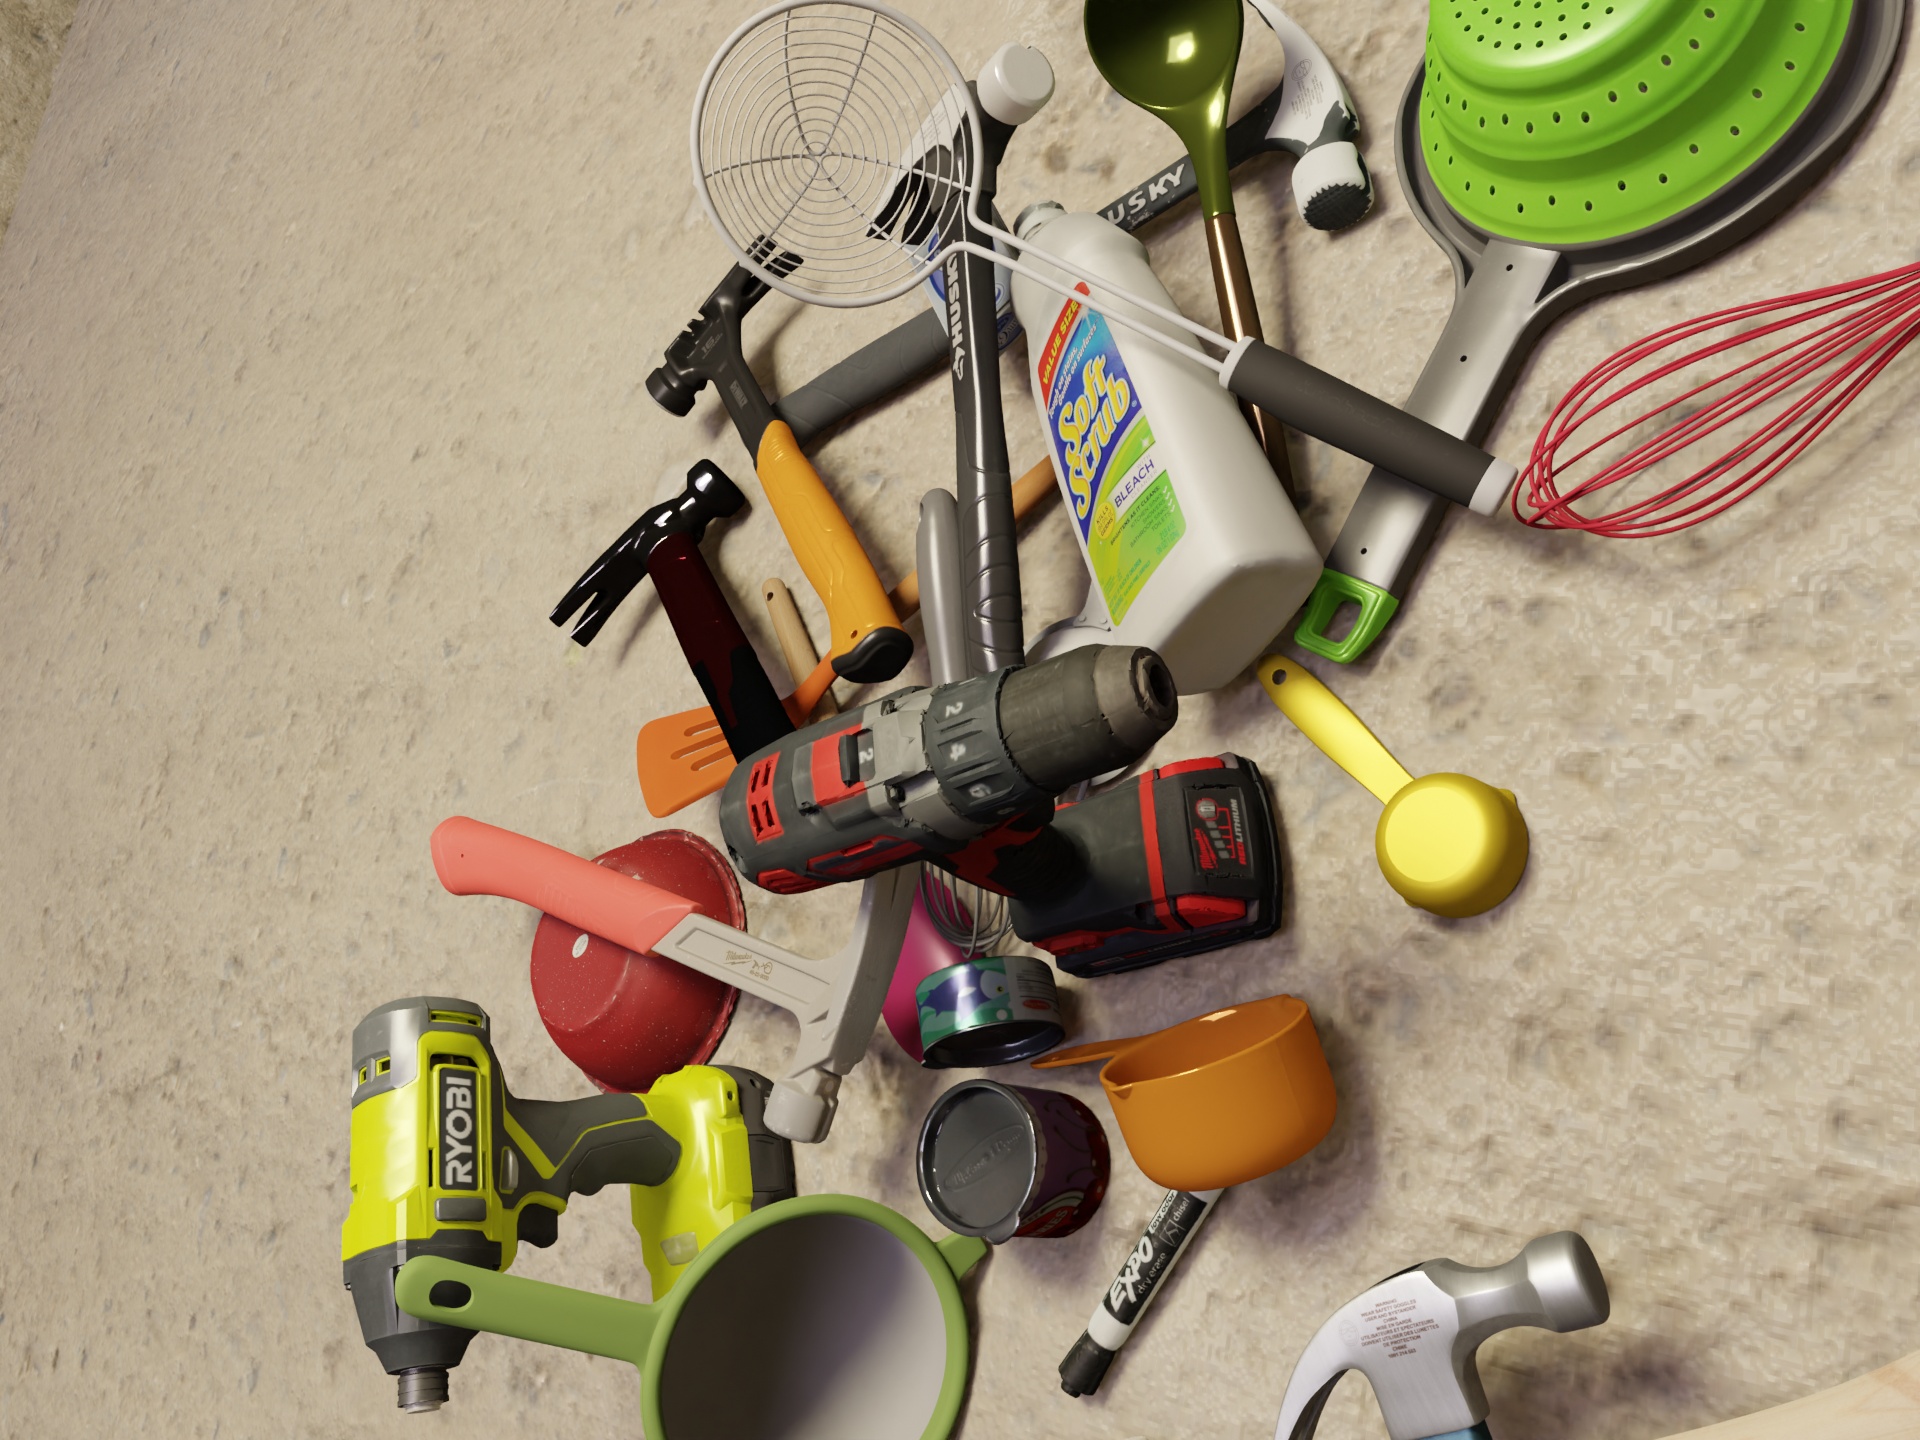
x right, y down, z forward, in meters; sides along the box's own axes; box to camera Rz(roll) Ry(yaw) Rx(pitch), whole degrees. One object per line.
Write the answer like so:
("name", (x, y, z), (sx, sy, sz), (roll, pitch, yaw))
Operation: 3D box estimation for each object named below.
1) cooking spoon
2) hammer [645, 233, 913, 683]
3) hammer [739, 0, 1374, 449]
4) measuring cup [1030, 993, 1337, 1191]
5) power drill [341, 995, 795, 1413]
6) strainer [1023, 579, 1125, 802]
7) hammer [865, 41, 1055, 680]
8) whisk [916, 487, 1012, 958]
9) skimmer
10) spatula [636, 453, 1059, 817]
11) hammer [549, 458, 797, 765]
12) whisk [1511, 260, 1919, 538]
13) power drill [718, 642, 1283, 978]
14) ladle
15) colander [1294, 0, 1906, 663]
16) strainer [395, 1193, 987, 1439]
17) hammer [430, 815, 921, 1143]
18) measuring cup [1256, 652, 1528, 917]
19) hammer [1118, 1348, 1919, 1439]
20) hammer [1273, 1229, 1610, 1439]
("cooking spoon", (-0.058, 0.040, 0.857), (0.068, 0.017, 0.319), (-40, 53, 22))
("hammer", (-0.093, -0.145, 0.890), (0.127, 0.034, 0.337), (-46, 46, 19))
("hammer", (0.026, -0.242, 0.873), (0.409, 0.036, 0.149), (-24, 60, 33))
("measuring cup", (0.085, 0.159, 0.667), (0.173, 0.095, 0.052), (-26, 85, 58))
("power drill", (-0.184, 0.232, 0.758), (0.080, 0.223, 0.171), (-27, 59, 32))
("strainer", (0.070, -0.076, 0.776), (0.087, 0.050, 0.258), (8, 77, 33))
("hammer", (0.007, -0.133, 0.760), (0.146, 0.035, 0.335), (-19, 73, 61))
("whisk", (-0.002, -0.003, 0.784), (0.055, 0.055, 0.239), (-15, 74, 36))
("skimmer", (0.056, -0.179, 0.648), (0.363, 0.090, 0.127), (31, 95, 17))
("spatula", (-0.046, -0.059, 0.849), (0.322, 0.041, 0.081), (-40, 39, 15))
("hammer", (-0.137, -0.020, 0.850), (0.143, 0.038, 0.387), (-43, 35, 5))
("whisk", (0.333, -0.148, 0.562), (0.296, 0.073, 0.073), (-30, 57, 23))
("power drill", (0.044, 0.036, 0.629), (0.188, 0.226, 0.080), (-21, 63, 35))
("ladle", (0.117, -0.207, 0.728), (0.078, 0.062, 0.320), (-17, 78, 39))
("colander", (0.223, -0.214, 0.652), (0.205, 0.094, 0.397), (30, 95, 43))
("strainer", (-0.122, 0.269, 0.704), (0.069, 0.256, 0.151), (-9, 62, 68))
("hammer", (-0.173, 0.094, 0.850), (0.359, 0.036, 0.149), (13, 83, 41))
("measuring cup", (0.168, 0.018, 0.662), (0.062, 0.029, 0.157), (-51, 51, 15))
("hammer", (0.215, 0.273, 0.529), (0.410, 0.038, 0.146), (-32, 58, 28))
("hammer", (0.190, 0.339, 0.491), (0.128, 0.033, 0.331), (-25, 70, 28))
